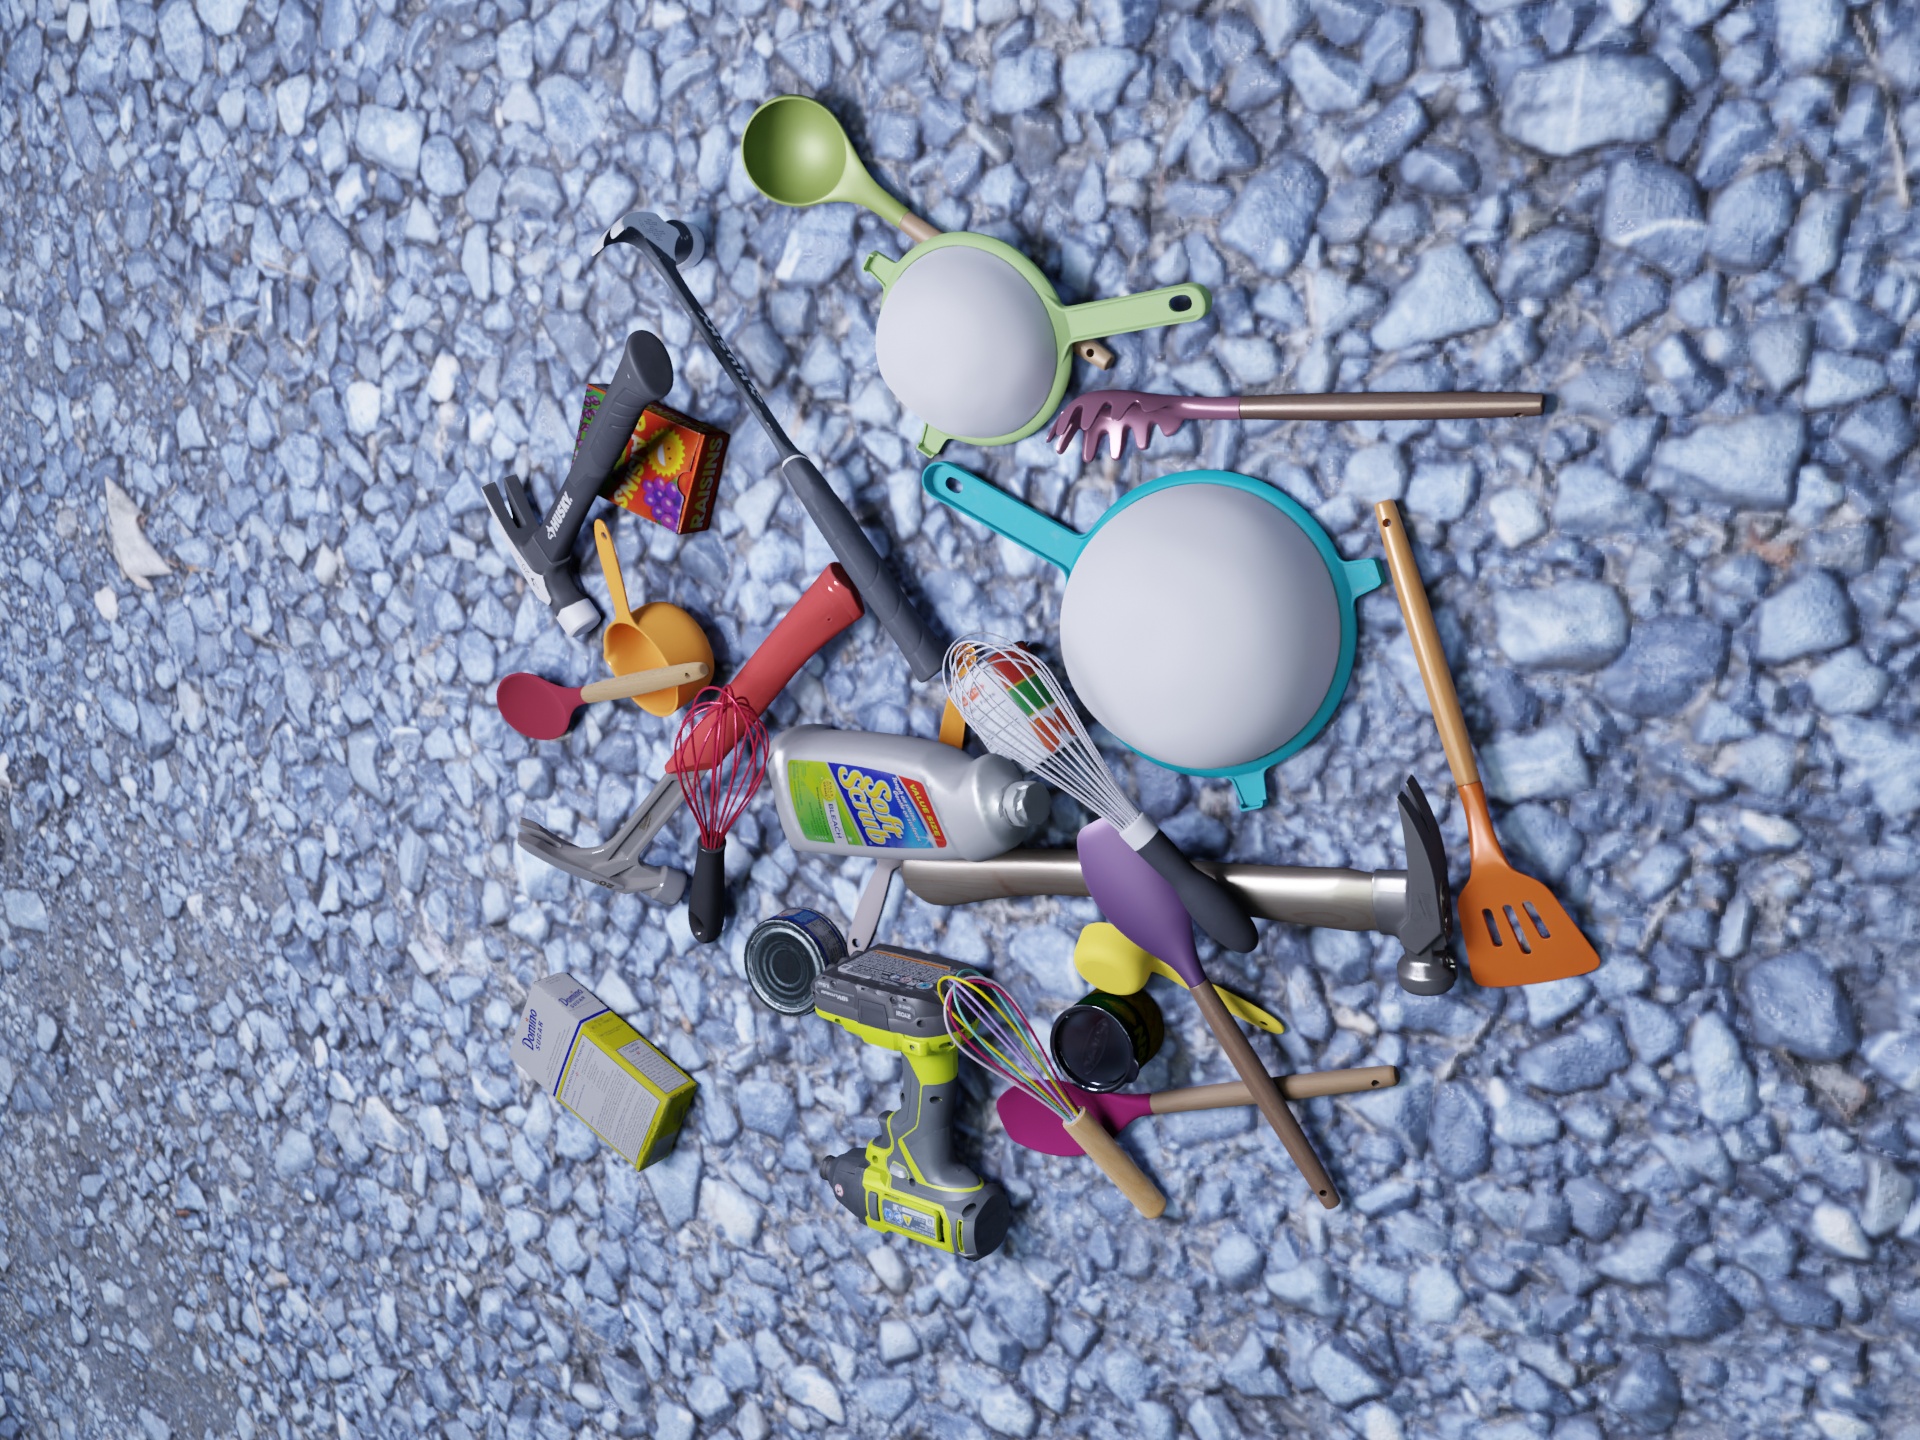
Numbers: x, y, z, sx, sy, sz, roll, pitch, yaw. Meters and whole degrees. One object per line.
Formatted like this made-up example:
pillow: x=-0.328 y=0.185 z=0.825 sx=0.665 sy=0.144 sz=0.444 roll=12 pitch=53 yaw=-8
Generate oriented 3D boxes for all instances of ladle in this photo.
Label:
ladle: x=-0.025 y=-0.336 z=1.114 sx=0.320 sy=0.062 sz=0.078 roll=39 pitch=121 yaw=15
ladle: x=-0.294 y=-0.025 z=1.305 sx=0.315 sy=0.031 sz=0.069 roll=-8 pitch=121 yaw=49

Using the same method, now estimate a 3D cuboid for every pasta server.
pasta server: x=0.206 y=-0.193 z=1.018 sx=0.316 sy=0.060 sz=0.040 roll=5 pitch=80 yaw=26

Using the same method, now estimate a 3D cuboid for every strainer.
strainer: x=0.095 y=-0.089 z=1.071 sx=0.340 sy=0.095 sz=0.211 roll=32 pitch=115 yaw=20
strainer: x=0.040 y=-0.252 z=1.059 sx=0.256 sy=0.069 sz=0.151 roll=-1 pitch=117 yaw=34

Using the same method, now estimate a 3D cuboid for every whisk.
whisk: x=-0.195 y=0.084 z=1.257 sx=0.073 sy=0.073 sz=0.295 roll=34 pitch=138 yaw=20
whisk: x=0.096 y=0.049 z=1.049 sx=0.284 sy=0.070 sz=0.070 roll=45 pitch=120 yaw=-2
whisk: x=0.067 y=0.274 z=1.164 sx=0.047 sy=0.051 sz=0.245 roll=-36 pitch=101 yaw=23

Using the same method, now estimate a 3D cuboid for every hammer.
hammer: x=-0.292 y=-0.196 z=1.237 sx=0.146 sy=0.035 sz=0.334 roll=56 pitch=144 yaw=5
hammer: x=0.132 y=0.103 z=1.109 sx=0.411 sy=0.038 sz=0.146 roll=1 pitch=116 yaw=32
hammer: x=-0.201 y=0.008 z=1.257 sx=0.359 sy=0.149 sz=0.037 roll=-48 pitch=31 yaw=26
hammer: x=-0.131 y=-0.204 z=1.173 sx=0.036 sy=0.149 sz=0.409 roll=-34 pitch=89 yaw=19

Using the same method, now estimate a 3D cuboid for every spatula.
spatula: x=0.174 y=0.203 z=1.093 sx=0.060 sy=0.018 sz=0.316 roll=-31 pitch=94 yaw=22
spatula: x=0.317 y=0.015 z=1.007 sx=0.081 sy=0.041 sz=0.322 roll=-18 pitch=87 yaw=33

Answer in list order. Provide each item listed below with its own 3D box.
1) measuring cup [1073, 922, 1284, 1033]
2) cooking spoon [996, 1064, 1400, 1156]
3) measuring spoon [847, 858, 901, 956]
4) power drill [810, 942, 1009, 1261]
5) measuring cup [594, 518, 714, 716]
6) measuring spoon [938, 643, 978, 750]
measuring cup: x=0.151 y=0.192 z=1.119 sx=0.156 sy=0.029 sz=0.062 roll=25 pitch=147 yaw=12
cooking spoon: x=0.163 y=0.275 z=1.152 sx=0.319 sy=0.017 sz=0.068 roll=-16 pitch=103 yaw=32
measuring spoon: x=-0.071 y=0.139 z=1.261 sx=0.034 sy=0.018 sz=0.124 roll=29 pitch=114 yaw=22
power drill: x=-0.049 y=0.298 z=1.248 sx=0.171 sy=0.080 sz=0.223 roll=7 pitch=107 yaw=36
measuring cup: x=-0.248 y=-0.089 z=1.269 sx=0.095 sy=0.052 sz=0.173 roll=16 pitch=128 yaw=39
measuring spoon: x=-0.002 y=-0.004 z=1.198 sx=0.021 sy=0.011 sz=0.117 roll=20 pitch=113 yaw=26
